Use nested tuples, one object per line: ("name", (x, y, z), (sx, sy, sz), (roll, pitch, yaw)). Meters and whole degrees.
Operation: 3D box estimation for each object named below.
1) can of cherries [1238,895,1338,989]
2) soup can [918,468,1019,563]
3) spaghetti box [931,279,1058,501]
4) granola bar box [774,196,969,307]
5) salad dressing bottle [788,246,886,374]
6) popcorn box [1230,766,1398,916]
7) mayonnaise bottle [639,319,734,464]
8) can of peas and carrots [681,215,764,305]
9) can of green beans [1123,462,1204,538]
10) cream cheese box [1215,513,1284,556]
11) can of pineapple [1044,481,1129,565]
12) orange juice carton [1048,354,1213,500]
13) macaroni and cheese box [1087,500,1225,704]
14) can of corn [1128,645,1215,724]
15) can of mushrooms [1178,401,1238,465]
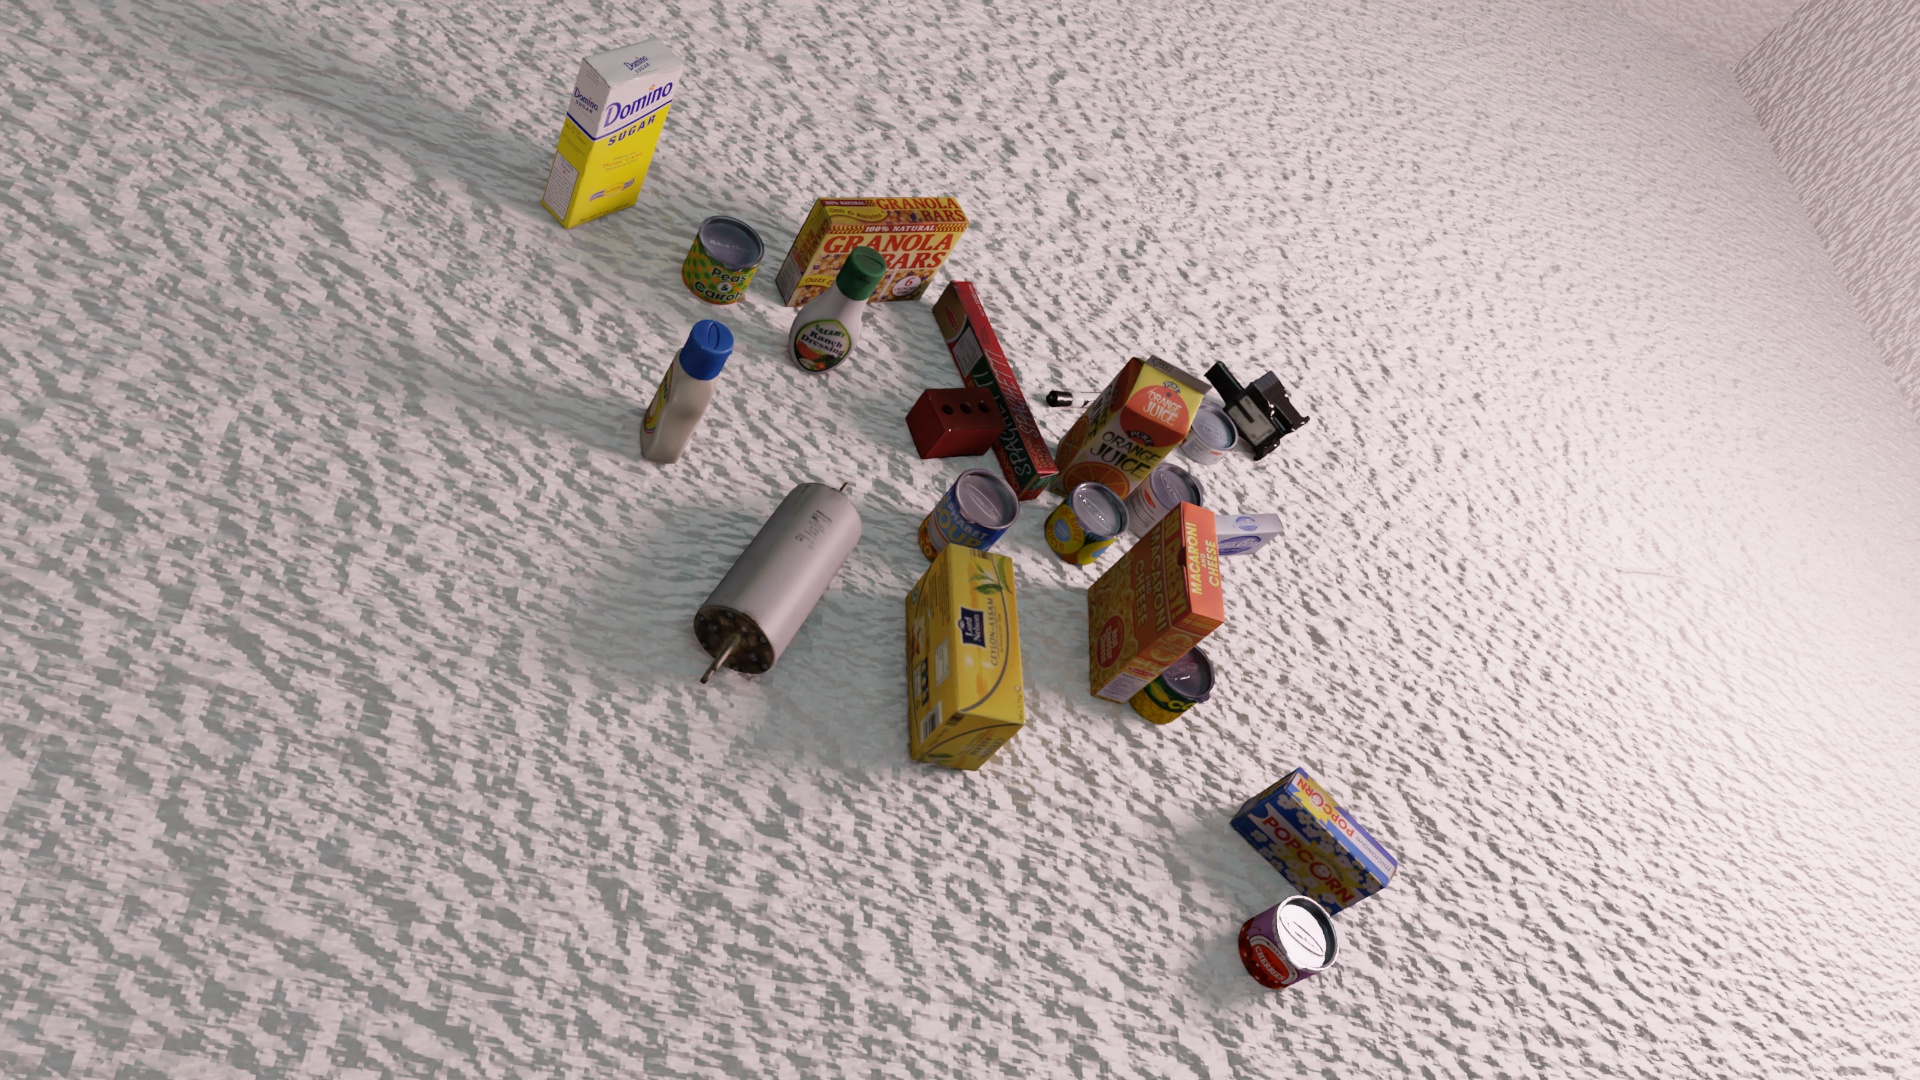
("can of cherries", (0.284, 0.353, 1.213), (0.071, 0.058, 0.072), (16, 51, -21))
("soup can", (0.005, -0.016, 1.292), (0.071, 0.083, 0.072), (16, 51, -21))
("spaghetti box", (0.033, -0.156, 1.433), (0.029, 0.050, 0.251), (-6, 61, -34))
("granola bar box", (-0.090, -0.293, 1.406), (0.166, 0.123, 0.039), (-10, 64, -36))
("salad dressing bottle", (-0.116, -0.218, 1.320), (0.064, 0.147, 0.044), (21, 50, -17))
("popcorn box", (0.323, 0.277, 1.273), (0.127, 0.084, 0.038), (45, 47, 4))
("mayonnaise bottle", (-0.234, -0.129, 1.184), (0.041, 0.147, 0.065), (13, 53, -24))
("can of peas and carrots", (-0.231, -0.270, 1.348), (0.071, 0.058, 0.071), (16, 51, -21))
("can of green beans", (0.210, -0.038, 1.450), (0.071, 0.057, 0.071), (16, 51, -21))
("cream cheese box", (0.288, -0.005, 1.476), (0.104, 0.053, 0.024), (-2, 60, -33))
("can of pineapple", (0.123, -0.016, 1.381), (0.071, 0.057, 0.071), (16, 51, -21))
("orange juice carton", (0.169, -0.112, 1.386), (0.072, 0.191, 0.073), (26, 49, -14))
("macaroni and cheese box", (0.176, 0.059, 1.285), (0.040, 0.165, 0.124), (18, 51, -20))
("can of corn", (0.199, 0.136, 1.318), (0.071, 0.058, 0.071), (16, 51, -21))
("can of mushrooms", (0.278, -0.122, 1.567), (0.071, 0.033, 0.071), (16, 51, -21))
